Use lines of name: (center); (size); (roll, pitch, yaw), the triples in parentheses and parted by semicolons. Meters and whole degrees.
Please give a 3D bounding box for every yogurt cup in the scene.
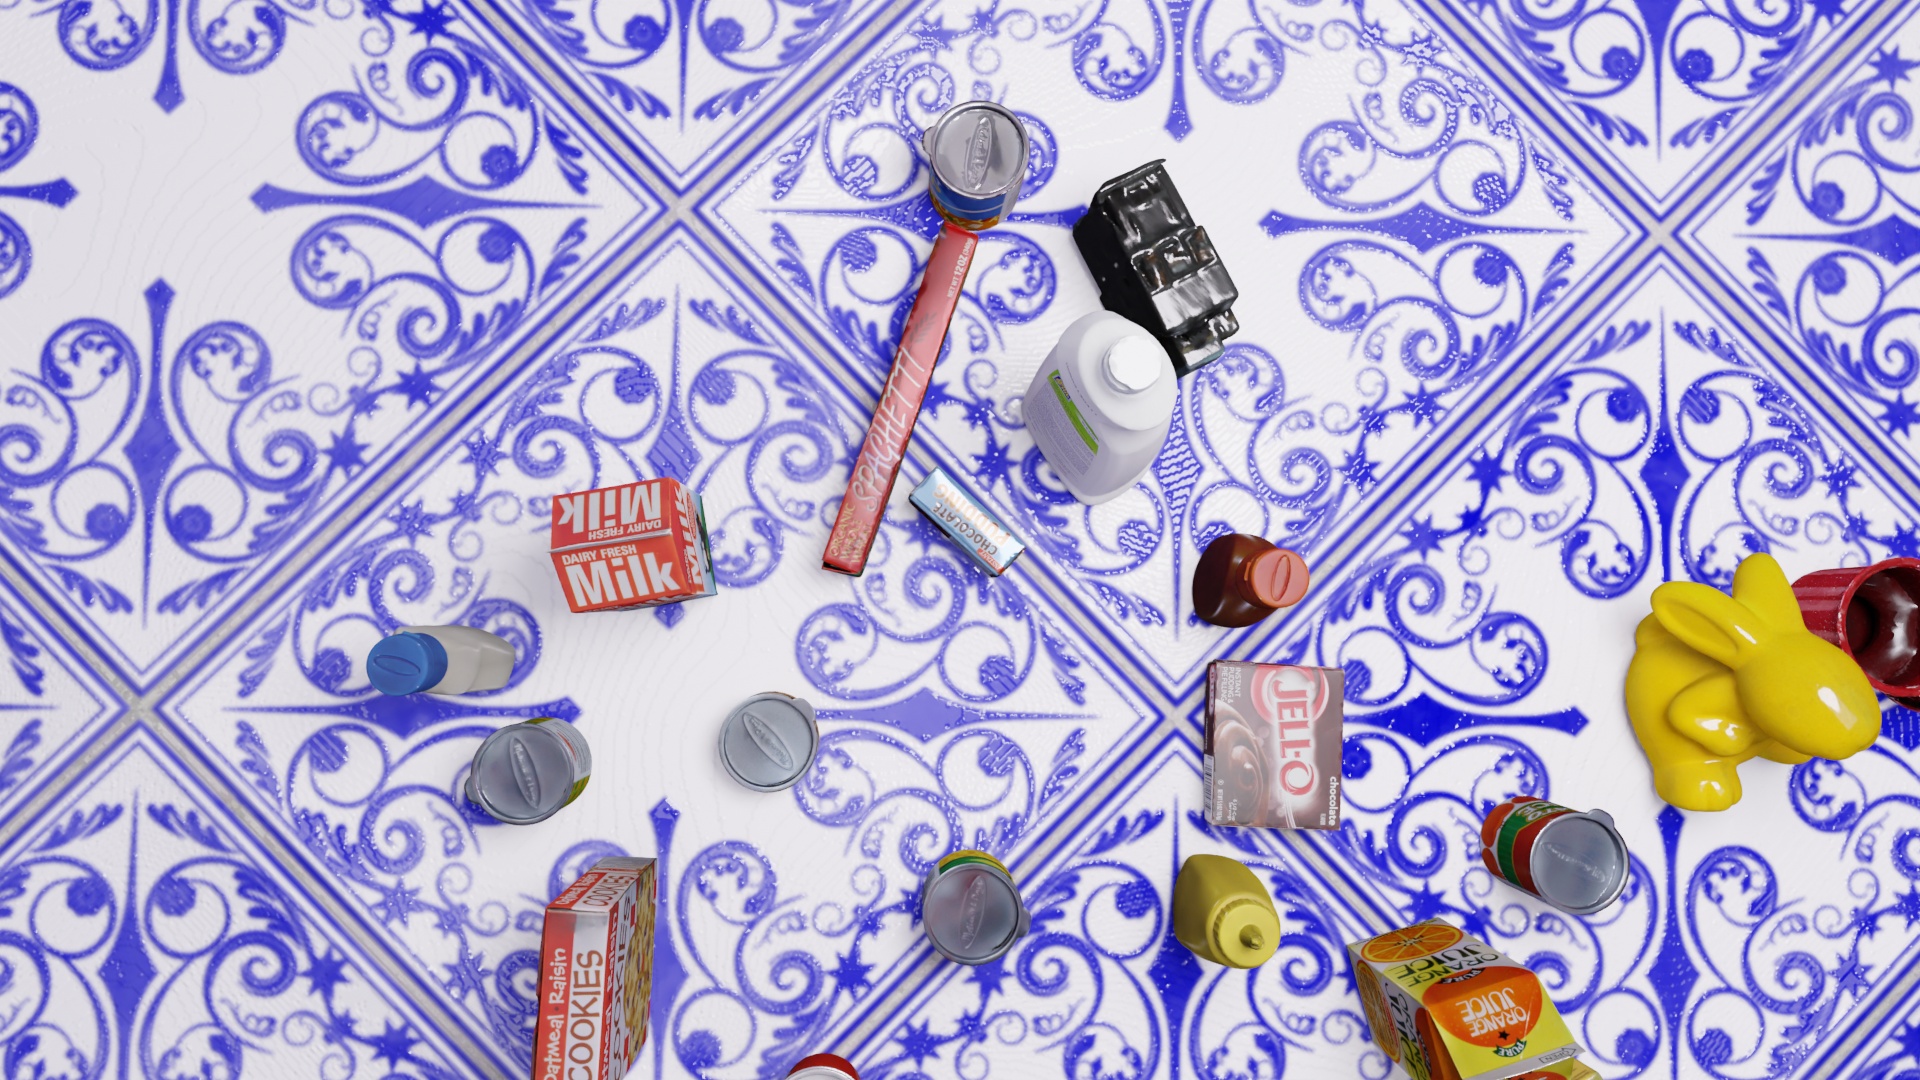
yogurt cup: (-0.093, 0.376, 0.921); (0.072, 0.054, 0.072); (0, 87, -3)

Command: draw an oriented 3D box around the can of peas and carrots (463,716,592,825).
can of peas and carrots: (-0.286, 0.153, 0.923); (0.071, 0.058, 0.071); (0, 87, -3)

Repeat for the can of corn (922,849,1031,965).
can of corn: (0.010, 0.245, 0.931); (0.071, 0.058, 0.071); (0, 87, -3)

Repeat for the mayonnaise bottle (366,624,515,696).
mayonnaise bottle: (-0.332, 0.076, 0.880); (0.065, 0.148, 0.041); (16, 87, -2)

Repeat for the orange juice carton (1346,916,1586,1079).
orange juice carton: (0.315, 0.302, 0.875); (0.072, 0.192, 0.073); (-15, 88, -3)

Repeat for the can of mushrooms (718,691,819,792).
can of mushrooms: (-0.127, 0.134, 0.944); (0.071, 0.033, 0.071); (0, 87, -3)

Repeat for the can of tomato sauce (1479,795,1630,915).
can of tomato sauce: (0.400, 0.209, 0.940); (0.071, 0.083, 0.071); (0, 87, -3)

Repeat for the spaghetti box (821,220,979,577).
spaghetti box: (-0.041, -0.094, 0.953); (0.029, 0.050, 0.250); (19, 86, -2)

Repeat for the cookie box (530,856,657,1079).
cookie box: (-0.225, 0.273, 0.864); (0.040, 0.167, 0.123); (3, 87, -2)

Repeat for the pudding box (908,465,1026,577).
pudding box: (0.003, -0.012, 0.950); (0.084, 0.049, 0.030); (42, 86, 0)

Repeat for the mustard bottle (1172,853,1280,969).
mustard bottle: (0.173, 0.243, 0.888); (0.049, 0.160, 0.065); (11, 87, -2)

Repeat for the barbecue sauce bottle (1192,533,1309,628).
barbecue sauce bottle: (0.189, 0.026, 0.907); (0.044, 0.148, 0.065); (15, 87, -2)

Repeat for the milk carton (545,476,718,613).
milk carton: (-0.203, 0.005, 0.869); (0.072, 0.190, 0.073); (-10, 88, -3)

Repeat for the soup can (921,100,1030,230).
soup can: (0.008, -0.254, 0.947); (0.071, 0.083, 0.071); (0, 87, -3)
